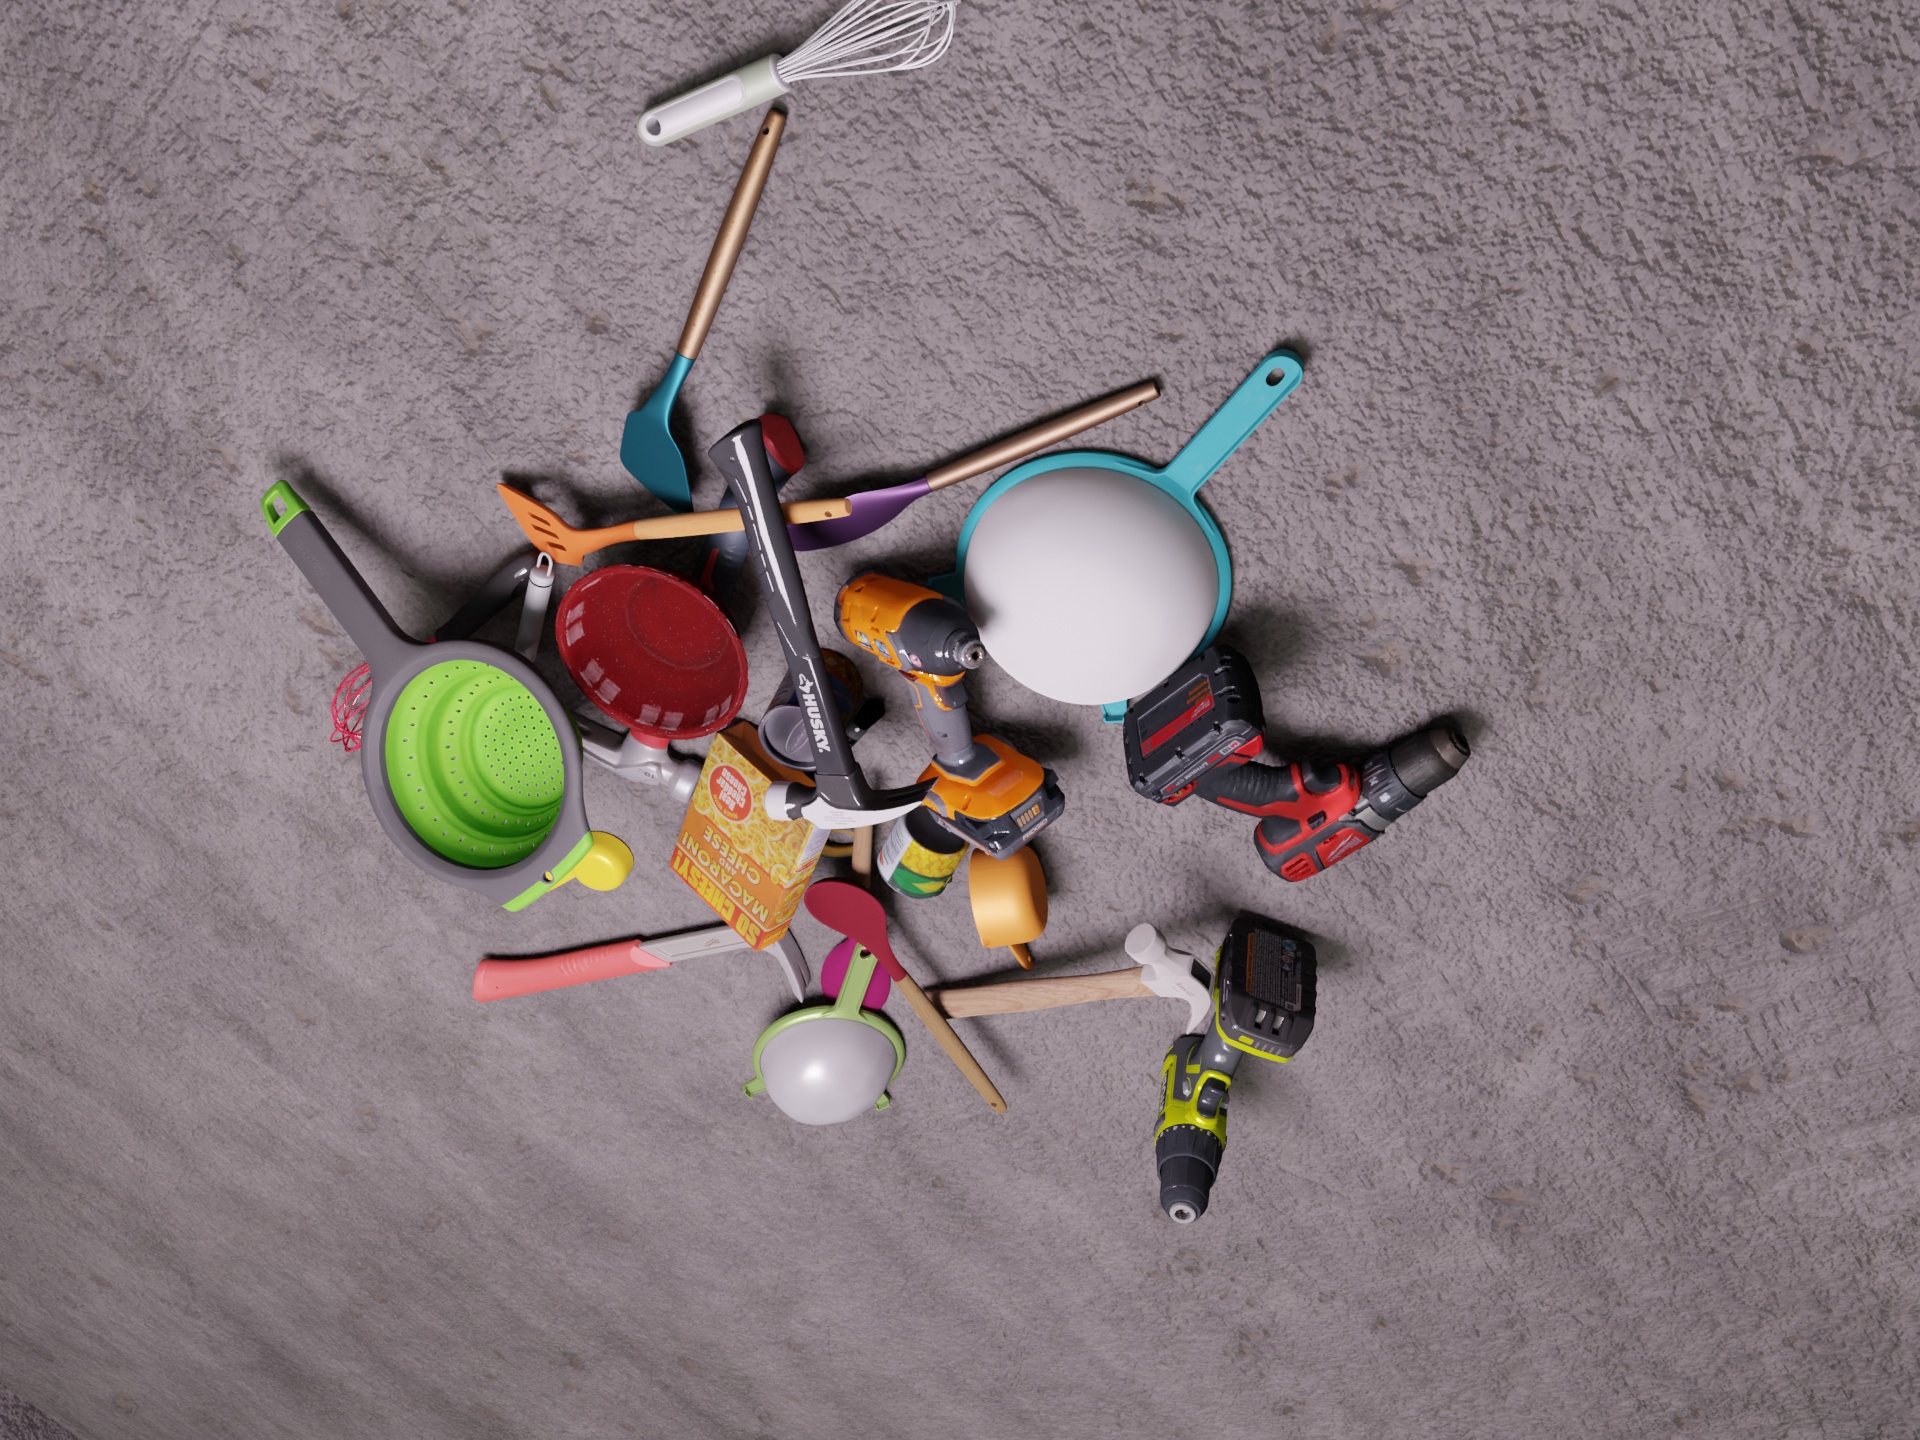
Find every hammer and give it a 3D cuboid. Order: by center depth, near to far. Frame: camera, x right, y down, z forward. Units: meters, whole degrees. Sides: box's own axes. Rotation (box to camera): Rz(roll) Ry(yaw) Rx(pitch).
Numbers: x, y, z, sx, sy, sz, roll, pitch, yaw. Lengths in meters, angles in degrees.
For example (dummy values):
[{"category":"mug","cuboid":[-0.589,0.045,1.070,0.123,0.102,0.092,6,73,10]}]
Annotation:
[{"category":"hammer","cuboid":[-0.116,-0.063,1.180,0.146,0.035,0.334,1,121,25]},{"category":"hammer","cuboid":[-0.227,-0.094,1.295,0.143,0.038,0.386,27,128,-4]},{"category":"hammer","cuboid":[0.083,0.242,1.410,0.331,0.031,0.130,-17,133,44]},{"category":"hammer","cuboid":[-0.329,0.242,1.571,0.359,0.037,0.149,-14,121,23]}]

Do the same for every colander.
[{"category":"colander","cuboid":[-0.428,-0.036,1.309,0.204,0.094,0.397,-38,87,20]}]

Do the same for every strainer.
[{"category":"strainer","cuboid":[0.126,-0.123,1.143,0.211,0.095,0.340,34,128,-11]},{"category":"strainer","cuboid":[-0.372,-0.044,1.357,0.087,0.050,0.258,44,133,20]},{"category":"strainer","cuboid":[-0.114,0.312,1.521,0.151,0.069,0.256,9,130,-13]}]

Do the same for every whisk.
[{"category":"whisk","cuboid":[-0.109,-0.418,1.020,0.246,0.059,0.057,-11,110,27]},{"category":"whisk","cuboid":[-0.454,-0.059,1.371,0.296,0.073,0.073,-35,111,27]}]

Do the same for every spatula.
[{"category":"spatula","cuboid":[-0.182,-0.288,1.142,0.082,0.044,0.317,40,122,17]},{"category":"spatula","cuboid":[0.002,-0.184,1.174,0.316,0.018,0.059,-19,155,23]},{"category":"spatula","cuboid":[-0.222,-0.154,1.214,0.323,0.041,0.080,-2,135,26]}]

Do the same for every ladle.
[{"category":"ladle","cuboid":[-0.041,0.253,1.459,0.069,0.031,0.315,-20,117,30]}]

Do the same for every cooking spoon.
[{"category":"cooking spoon","cuboid":[-0.094,0.176,1.458,0.069,0.017,0.318,11,134,5]}]

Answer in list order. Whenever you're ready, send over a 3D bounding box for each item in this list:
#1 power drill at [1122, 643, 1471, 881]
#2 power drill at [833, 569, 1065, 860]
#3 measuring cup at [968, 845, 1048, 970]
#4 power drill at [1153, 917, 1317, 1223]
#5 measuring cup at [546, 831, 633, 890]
[{"category":"power drill","cuboid":[0.256,0.030,1.209,0.226,0.080,0.188,28,130,-31]},{"category":"power drill","cuboid":[-0.002,-0.004,1.232,0.164,0.084,0.226,26,147,54]},{"category":"measuring cup","cuboid":[0.058,0.174,1.402,0.052,0.095,0.173,-11,140,16]},{"category":"power drill","cuboid":[0.227,0.304,1.377,0.080,0.191,0.228,19,124,0]},{"category":"measuring cup","cuboid":[-0.380,0.153,1.522,0.156,0.029,0.062,-24,117,26]}]
